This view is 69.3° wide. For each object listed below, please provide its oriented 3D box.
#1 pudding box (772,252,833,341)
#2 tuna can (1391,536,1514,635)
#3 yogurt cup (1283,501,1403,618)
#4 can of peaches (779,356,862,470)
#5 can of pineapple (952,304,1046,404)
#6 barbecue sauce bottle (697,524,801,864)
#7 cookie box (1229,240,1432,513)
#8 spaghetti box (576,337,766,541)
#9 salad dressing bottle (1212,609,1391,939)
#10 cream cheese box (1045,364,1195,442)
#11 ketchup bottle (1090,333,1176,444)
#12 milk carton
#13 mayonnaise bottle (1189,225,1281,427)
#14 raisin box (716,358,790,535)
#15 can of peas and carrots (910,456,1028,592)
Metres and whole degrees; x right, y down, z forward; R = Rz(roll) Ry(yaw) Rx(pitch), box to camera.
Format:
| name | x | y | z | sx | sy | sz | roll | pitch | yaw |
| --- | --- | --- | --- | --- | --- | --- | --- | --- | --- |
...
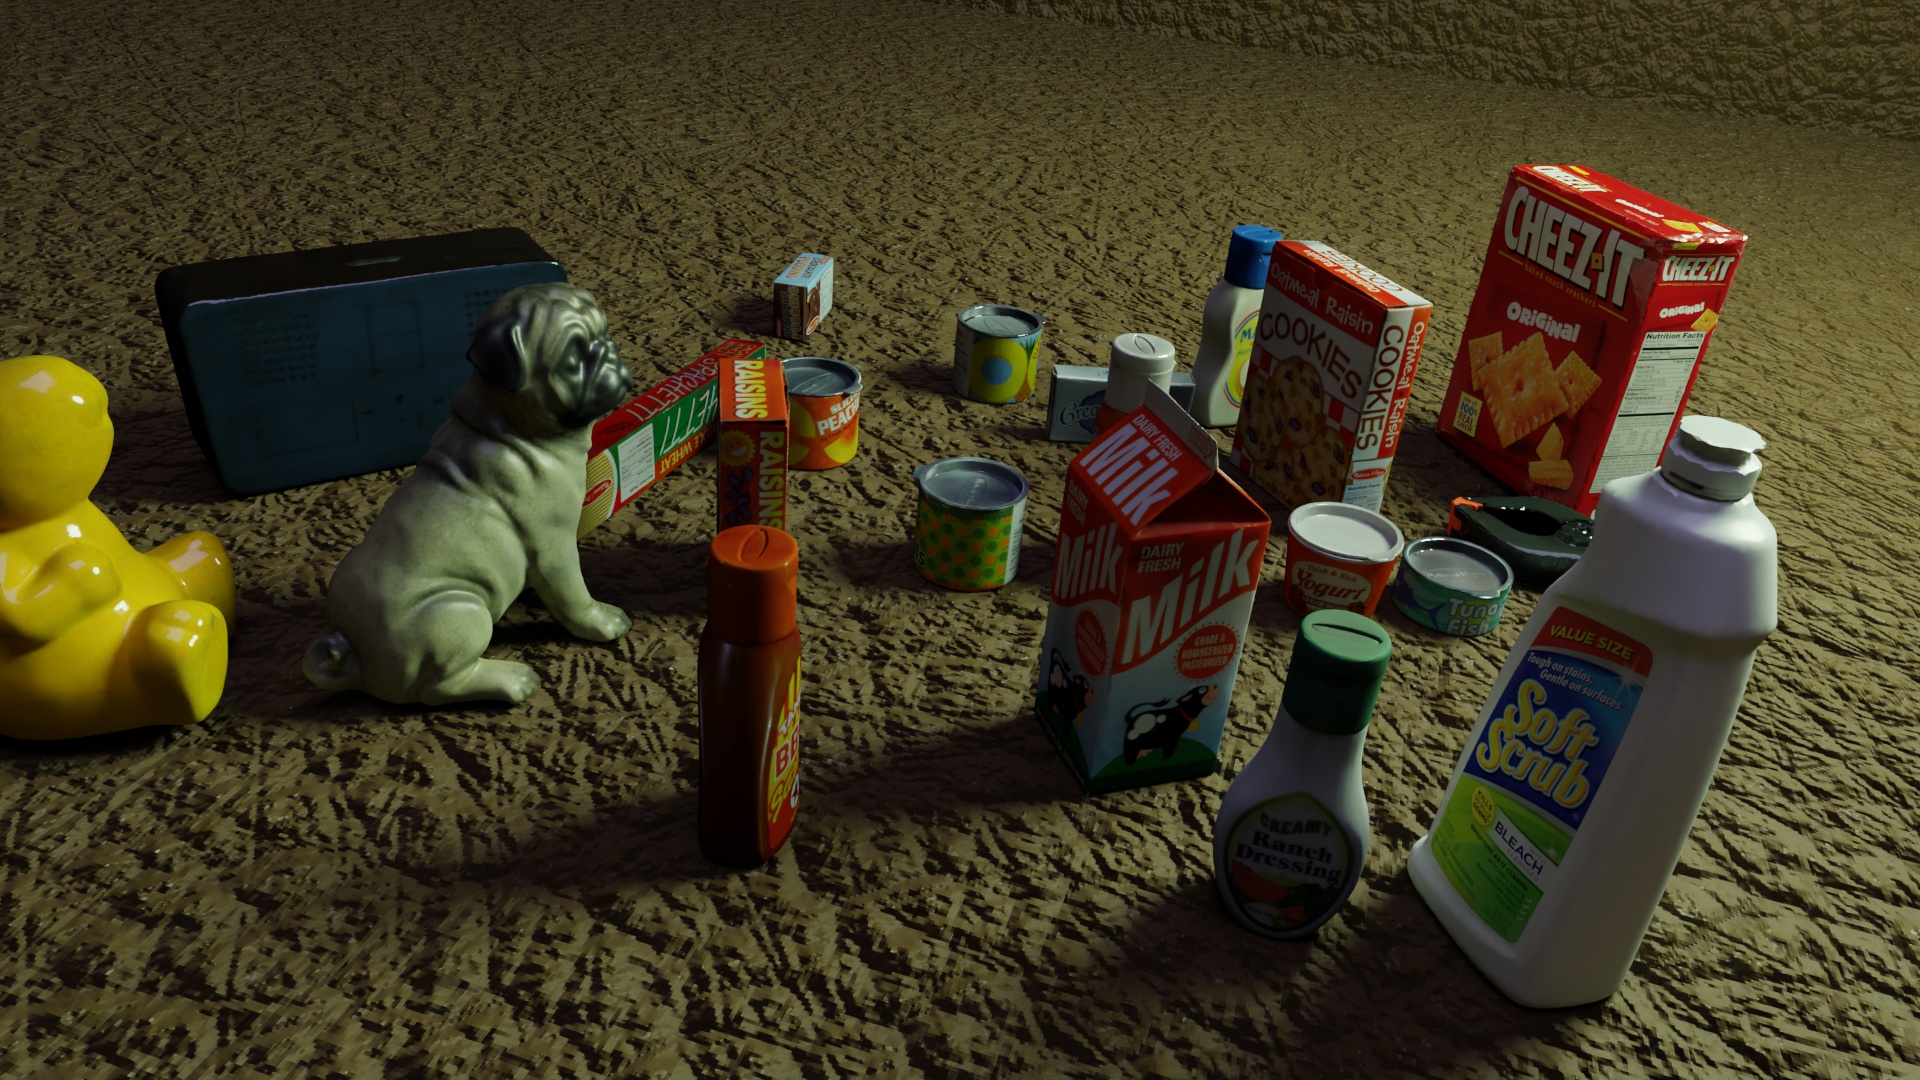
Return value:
| name | x | y | z | sx | sy | sz | roll | pitch | yaw |
| --- | --- | --- | --- | --- | --- | --- | --- | --- | --- |
| pudding box | -0.131 | -0.205 | 1.162 | 0.030 | 0.049 | 0.084 | 10 | 30 | 7 |
| tuna can | 0.300 | 0.029 | 0.846 | 0.071 | 0.032 | 0.071 | 4 | 30 | -2 |
| yogurt cup | 0.227 | 0.015 | 0.836 | 0.072 | 0.053 | 0.073 | 4 | 30 | -2 |
| can of peaches | -0.101 | -0.087 | 0.954 | 0.071 | 0.057 | 0.071 | 4 | 30 | -2 |
| can of pineapple | 0.030 | -0.144 | 1.076 | 0.071 | 0.057 | 0.071 | 4 | 30 | -2 |
| barbecue sauce bottle | -0.091 | 0.065 | 0.600 | 0.044 | 0.147 | 0.065 | 8 | 30 | 4 |
| cookie box | 0.242 | -0.101 | 0.928 | 0.040 | 0.166 | 0.123 | -8 | 32 | -22 |
| spaghetti box | -0.199 | -0.071 | 0.918 | 0.029 | 0.050 | 0.251 | 15 | 31 | 16 |
| salad dressing bottle | 0.145 | 0.099 | 0.583 | 0.064 | 0.146 | 0.044 | 13 | 30 | 12 |
| cream cheese box | 0.115 | -0.098 | 1.014 | 0.104 | 0.053 | 0.024 | 3 | 30 | -4 |
| ketchup bottle | 0.100 | -0.049 | 0.831 | 0.043 | 0.148 | 0.065 | -1 | 30 | -11 |
| milk carton | 0.090 | 0.023 | 0.663 | 0.073 | 0.189 | 0.072 | -6 | 32 | -20 |
| mayonnaise bottle | 0.209 | -0.160 | 1.044 | 0.065 | 0.147 | 0.041 | -14 | 35 | -31 |
| raisin box | -0.119 | -0.031 | 0.788 | 0.040 | 0.122 | 0.086 | 0 | 30 | -10 |
| can of peas and carrots | 0.003 | -0.011 | 0.838 | 0.071 | 0.058 | 0.071 | 4 | 30 | -2 |
